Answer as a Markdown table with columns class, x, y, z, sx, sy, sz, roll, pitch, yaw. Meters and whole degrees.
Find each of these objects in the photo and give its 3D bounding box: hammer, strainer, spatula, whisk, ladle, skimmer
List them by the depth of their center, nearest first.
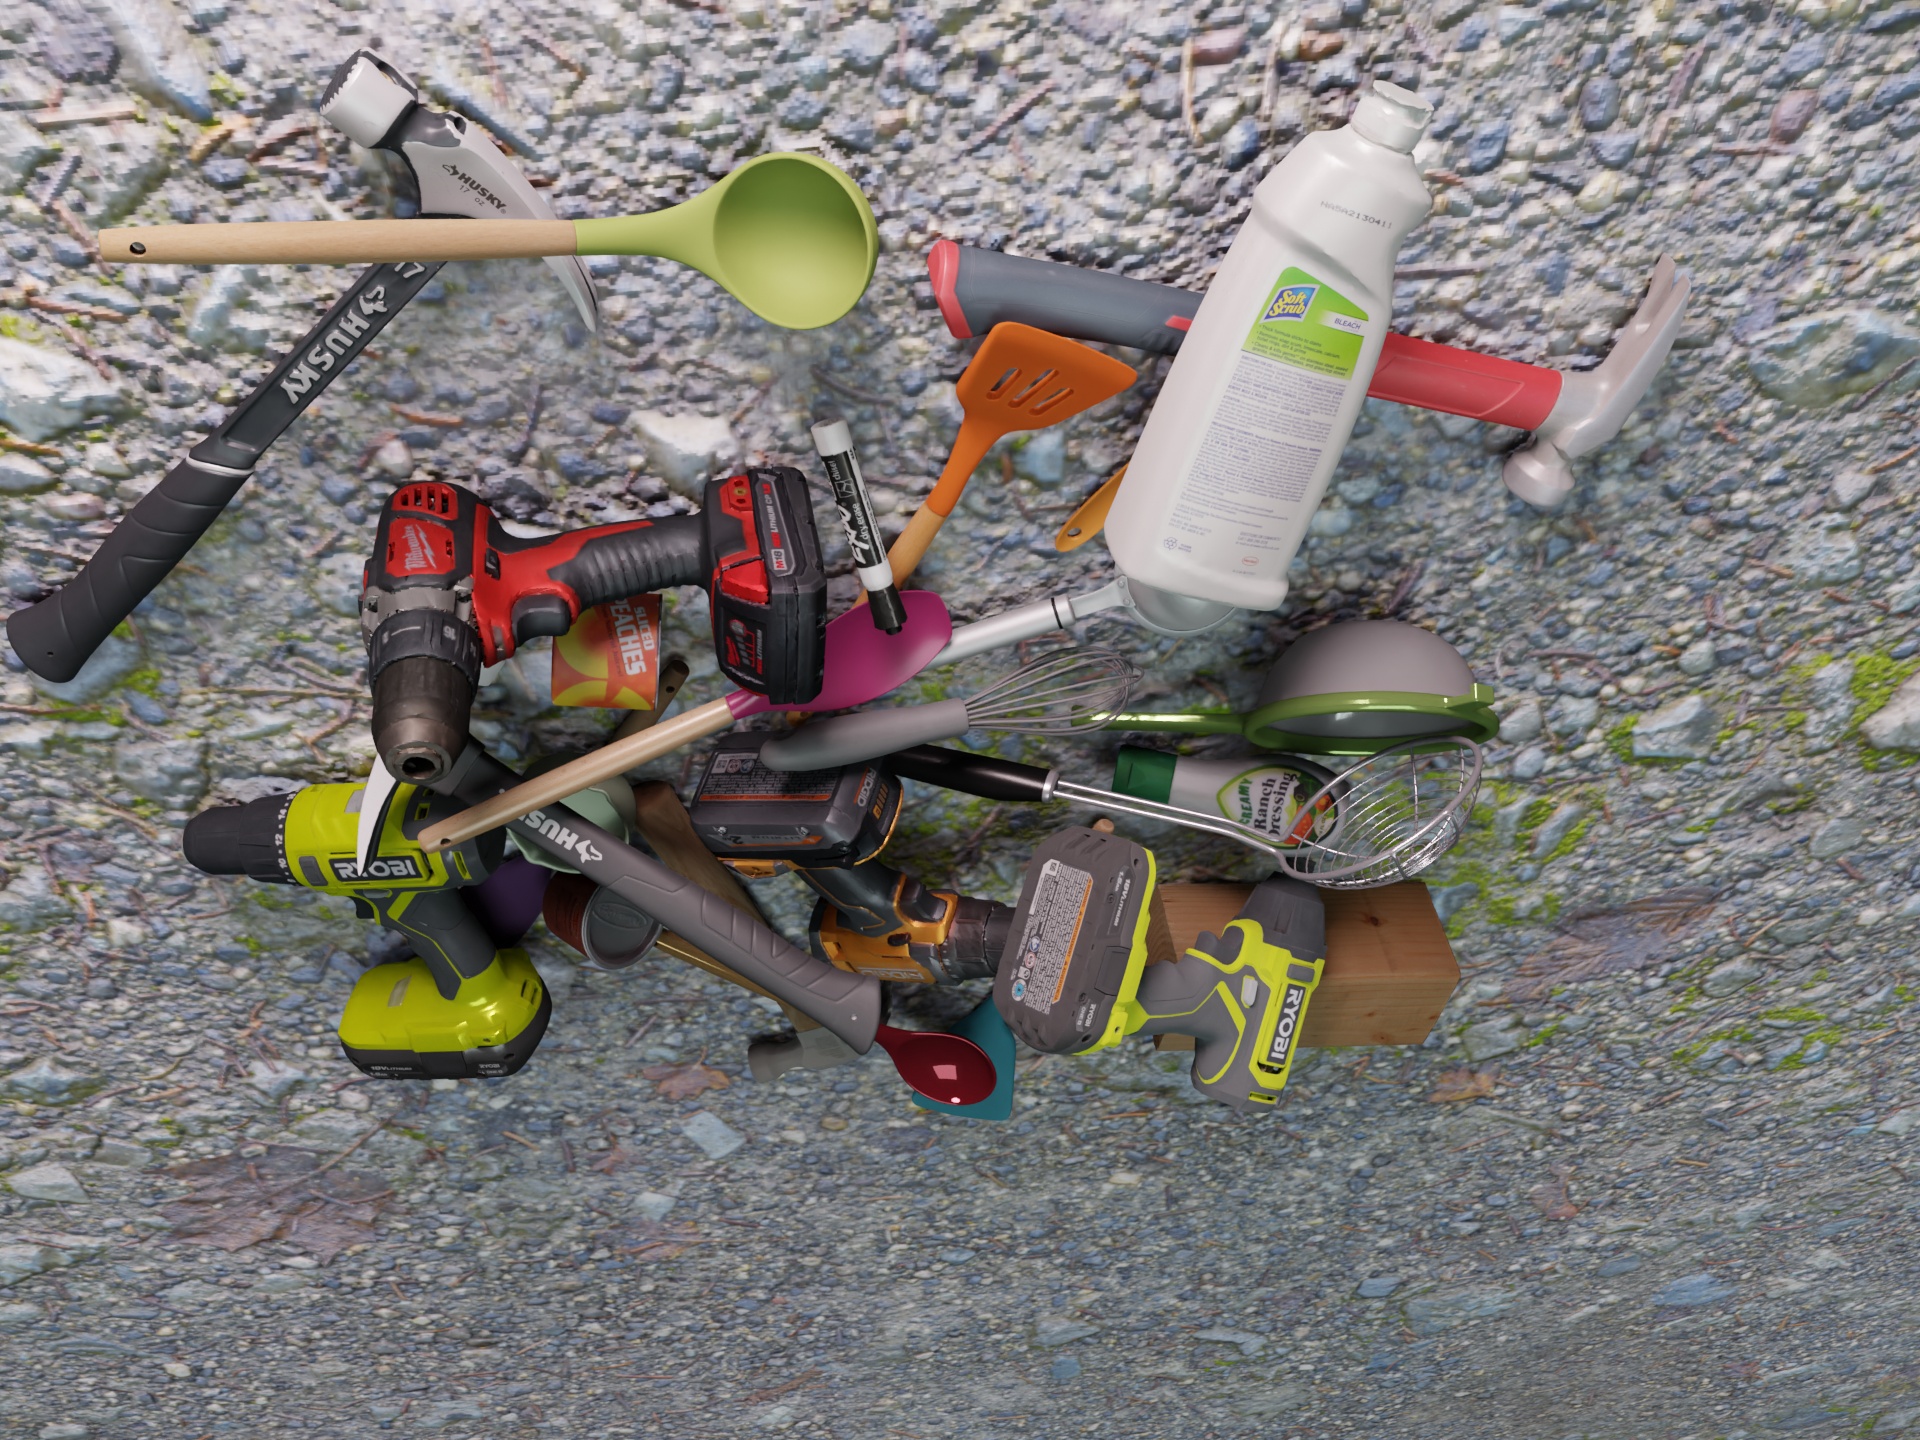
| class | x | y | z | sx | sy | sz | roll | pitch | yaw |
| --- | --- | --- | --- | --- | --- | --- | --- | --- | --- |
| ladle | -0.190 | -0.203 | 0.680 | 0.320 | 0.062 | 0.078 | -7 | 120 | -20 |
| hammer | -0.348 | -0.137 | 0.784 | 0.409 | 0.036 | 0.149 | -35 | 131 | 25 |
| hammer | 0.174 | -0.201 | 0.800 | 0.386 | 0.038 | 0.143 | 7 | 132 | -16 |
| spatula | -0.023 | -0.094 | 0.873 | 0.081 | 0.041 | 0.322 | 15 | 133 | -26 |
| strainer | 0.068 | -0.063 | 0.915 | 0.258 | 0.050 | 0.086 | -17 | 117 | 9 |
| hammer | -0.188 | 0.099 | 0.926 | 0.334 | 0.035 | 0.146 | 34 | 92 | -11 |
| whisk | -0.002 | -0.004 | 0.931 | 0.239 | 0.055 | 0.055 | -12 | 138 | -17 |
| skimmer | 0.114 | 0.027 | 0.940 | 0.363 | 0.127 | 0.090 | 11 | 122 | 15 |
| strainer | 0.195 | -0.023 | 0.975 | 0.256 | 0.069 | 0.151 | 1 | 169 | 14 |
| spatula | -0.255 | 0.064 | 1.016 | 0.059 | 0.018 | 0.316 | 22 | 129 | -29 |
| hammer | -0.145 | 0.152 | 1.114 | 0.130 | 0.031 | 0.331 | -17 | 135 | 9 |
| ladle | -0.099 | 0.207 | 1.135 | 0.315 | 0.031 | 0.069 | 30 | 121 | -30 |
| spatula | 0.049 | 0.188 | 1.174 | 0.082 | 0.044 | 0.317 | 14 | 131 | -13 |

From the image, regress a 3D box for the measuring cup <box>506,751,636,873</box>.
| class | x | y | z | sx | sy | sz | roll | pitch | yaw |
| --- | --- | --- | --- | --- | --- | --- | --- | --- | --- |
| measuring cup | -0.202 | 0.078 | 0.986 | 0.167 | 0.038 | 0.083 | 37 | 123 | -23 |

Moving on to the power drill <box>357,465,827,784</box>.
| class | x | y | z | sx | sy | sz | roll | pitch | yaw |
| --- | --- | --- | --- | --- | --- | --- | --- | --- | --- |
| power drill | -0.183 | -0.050 | 0.794 | 0.226 | 0.188 | 0.080 | -4 | 135 | -11 |

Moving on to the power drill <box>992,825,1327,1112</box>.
| class | x | y | z | sx | sy | sz | roll | pitch | yaw |
| --- | --- | --- | --- | --- | --- | --- | --- | --- | --- |
| power drill | 0.140 | 0.149 | 1.012 | 0.223 | 0.080 | 0.171 | 19 | 86 | -36 |

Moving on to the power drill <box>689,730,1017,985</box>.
| class | x | y | z | sx | sy | sz | roll | pitch | yaw |
| --- | --- | --- | --- | --- | --- | --- | --- | --- | --- |
| power drill | -0.044 | 0.099 | 1.007 | 0.185 | 0.084 | 0.225 | -2 | 143 | 29 |

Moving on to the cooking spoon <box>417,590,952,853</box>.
| class | x | y | z | sx | sy | sz | roll | pitch | yaw |
| --- | --- | --- | --- | --- | --- | --- | --- | --- | --- |
| cooking spoon | -0.153 | 0.003 | 0.889 | 0.319 | 0.017 | 0.068 | -24 | 136 | -4 |

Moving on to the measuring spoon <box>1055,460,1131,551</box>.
| class | x | y | z | sx | sy | sz | roll | pitch | yaw |
| --- | --- | --- | --- | --- | --- | --- | --- | --- | --- |
| measuring spoon | 0.090 | -0.133 | 0.878 | 0.021 | 0.011 | 0.117 | 20 | 133 | -32 |

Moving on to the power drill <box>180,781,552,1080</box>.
| class | x | y | z | sx | sy | sz | roll | pitch | yaw |
| --- | --- | --- | --- | --- | --- | --- | --- | --- | --- |
| power drill | -0.370 | 0.131 | 1.018 | 0.190 | 0.080 | 0.228 | -3 | 131 | 5 |
